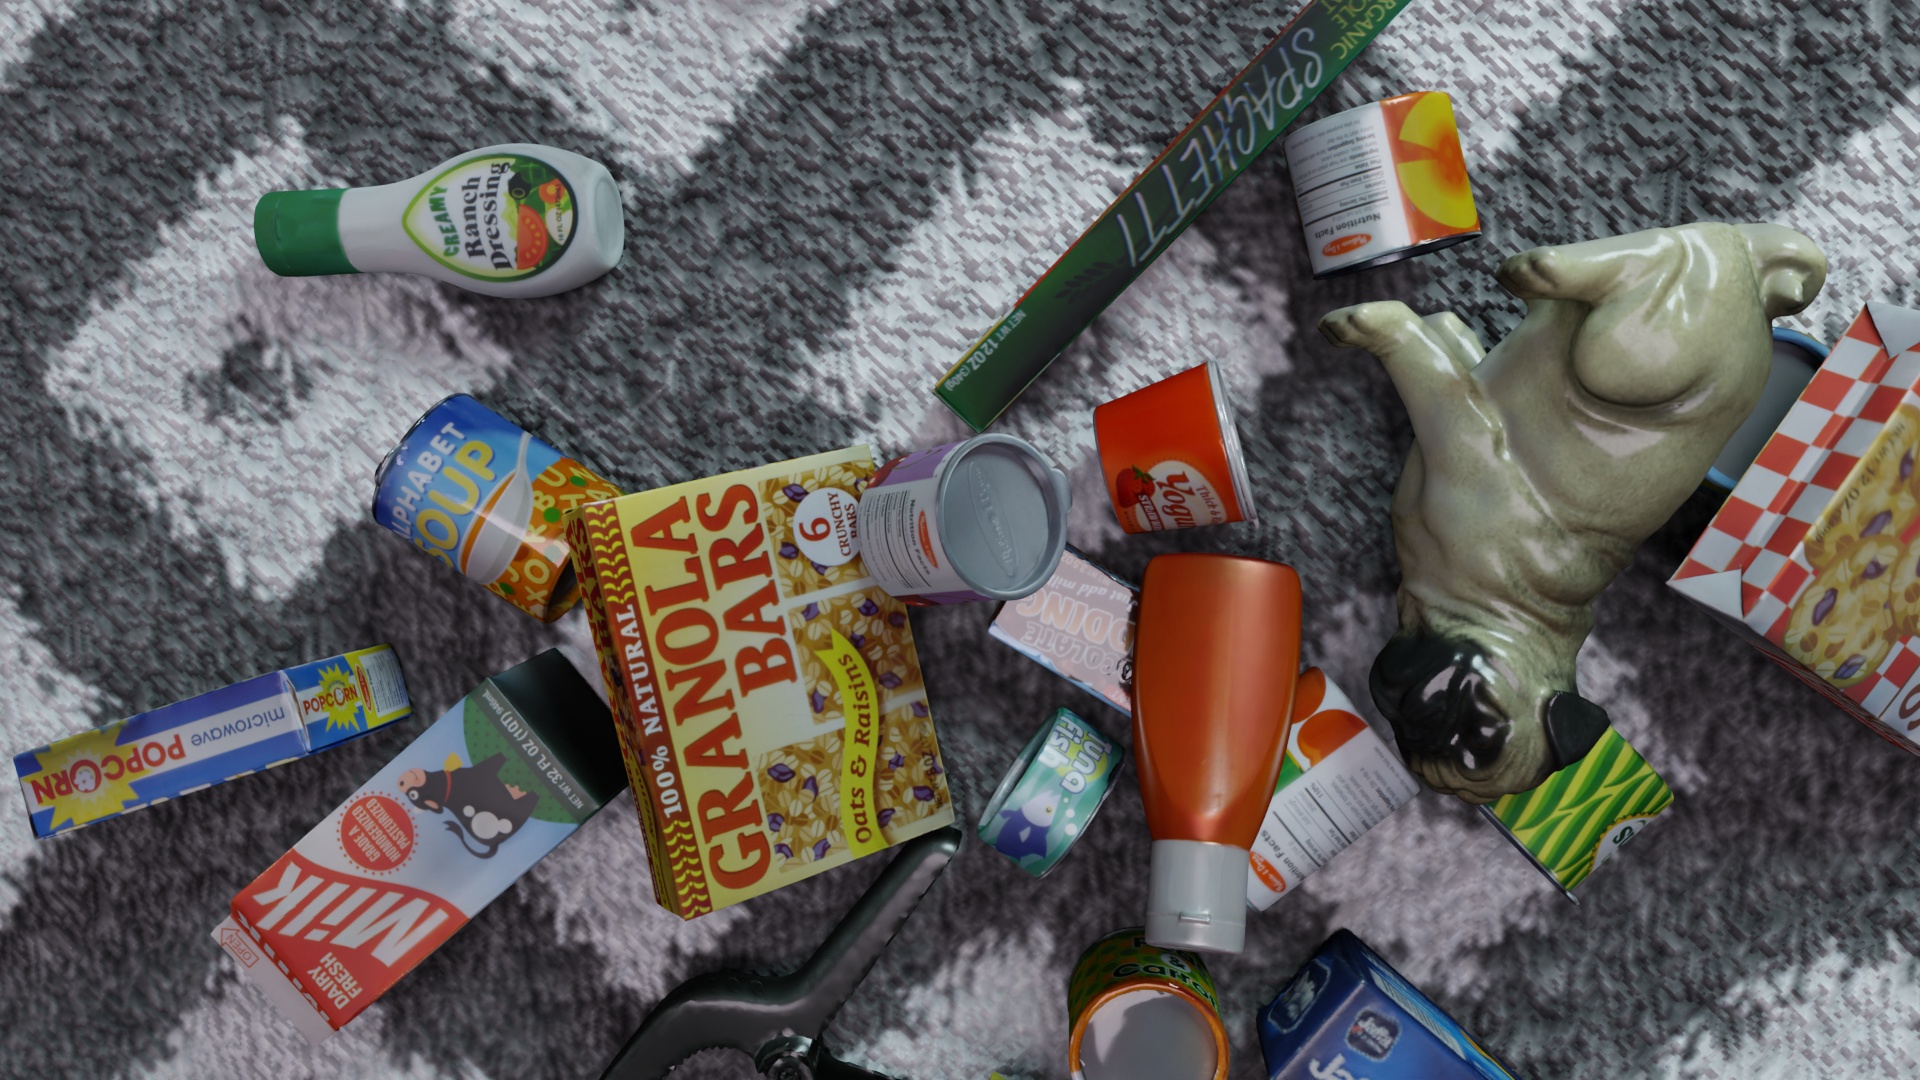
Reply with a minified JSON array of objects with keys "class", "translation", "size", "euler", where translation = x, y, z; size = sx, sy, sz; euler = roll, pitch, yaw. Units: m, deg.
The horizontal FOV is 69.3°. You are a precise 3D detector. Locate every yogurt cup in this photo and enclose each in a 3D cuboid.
[{"class":"yogurt cup","translation":[0.087,-0.035,0.568],"size":[0.054,0.072,0.072],"euler":[-14,94,14]}]

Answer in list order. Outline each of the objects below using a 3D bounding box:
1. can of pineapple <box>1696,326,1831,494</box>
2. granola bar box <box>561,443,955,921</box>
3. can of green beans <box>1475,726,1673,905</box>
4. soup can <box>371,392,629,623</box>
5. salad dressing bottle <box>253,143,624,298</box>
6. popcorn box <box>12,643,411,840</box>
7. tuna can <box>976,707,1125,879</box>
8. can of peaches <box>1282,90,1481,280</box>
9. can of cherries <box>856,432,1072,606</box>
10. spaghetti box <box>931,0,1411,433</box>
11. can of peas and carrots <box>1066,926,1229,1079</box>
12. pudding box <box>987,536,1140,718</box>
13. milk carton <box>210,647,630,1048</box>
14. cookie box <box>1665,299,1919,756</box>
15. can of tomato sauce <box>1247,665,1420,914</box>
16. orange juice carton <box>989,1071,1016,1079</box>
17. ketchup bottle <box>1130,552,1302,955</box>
[{"class":"can of pineapple","translation":[0.305,-0.052,0.552],"size":[0.071,0.058,0.071],"euler":[0,95,5]},{"class":"granola bar box","translation":[-0.081,0.054,0.570],"size":[0.124,0.039,0.165],"euler":[-15,94,-28]},{"class":"can of green beans","translation":[0.242,0.100,0.564],"size":[0.058,0.071,0.071],"euler":[-44,90,6]},{"class":"soup can","translation":[-0.193,-0.013,0.586],"size":[0.084,0.071,0.071],"euler":[31,96,1]},{"class":"salad dressing bottle","translation":[-0.222,-0.134,0.592],"size":[0.148,0.044,0.064],"euler":[-2,96,5]},{"class":"popcorn box","translation":[-0.316,0.084,0.596],"size":[0.127,0.085,0.038],"euler":[-18,92,6]},{"class":"tuna can","translation":[0.038,0.103,0.578],"size":[0.033,0.071,0.071],"euler":[34,96,1]},{"class":"can of peaches","translation":[0.168,-0.140,0.553],"size":[0.071,0.071,0.058],"euler":[-14,93,5]},{"class":"can of cherries","translation":[0.002,-0.007,0.566],"size":[0.071,0.058,0.071],"euler":[6,80,-37]},{"class":"spaghetti box","translation":[0.085,-0.140,0.566],"size":[0.028,0.050,0.250],"euler":[45,96,-2]},{"class":"can of peas and carrots","translation":[0.079,0.204,0.589],"size":[0.071,0.059,0.071],"euler":[0,95,4]},{"class":"pudding box","translation":[0.058,0.038,0.591],"size":[0.084,0.030,0.049],"euler":[31,96,2]},{"class":"milk carton","translation":[-0.235,0.137,0.600],"size":[0.190,0.073,0.072],"euler":[-41,91,7]},{"class":"cookie box","translation":[0.362,0.005,0.525],"size":[0.167,0.040,0.122],"euler":[27,99,-27]},{"class":"can of tomato sauce","translation":[0.134,0.101,0.574],"size":[0.083,0.071,0.071],"euler":[-39,91,6]},{"class":"orange juice carton","translation":[0.090,0.291,0.554],"size":[0.193,0.072,0.073],"euler":[18,93,5]},{"class":"ketchup bottle","translation":[0.095,0.080,0.533],"size":[0.065,0.043,0.149],"euler":[4,71,12]}]
